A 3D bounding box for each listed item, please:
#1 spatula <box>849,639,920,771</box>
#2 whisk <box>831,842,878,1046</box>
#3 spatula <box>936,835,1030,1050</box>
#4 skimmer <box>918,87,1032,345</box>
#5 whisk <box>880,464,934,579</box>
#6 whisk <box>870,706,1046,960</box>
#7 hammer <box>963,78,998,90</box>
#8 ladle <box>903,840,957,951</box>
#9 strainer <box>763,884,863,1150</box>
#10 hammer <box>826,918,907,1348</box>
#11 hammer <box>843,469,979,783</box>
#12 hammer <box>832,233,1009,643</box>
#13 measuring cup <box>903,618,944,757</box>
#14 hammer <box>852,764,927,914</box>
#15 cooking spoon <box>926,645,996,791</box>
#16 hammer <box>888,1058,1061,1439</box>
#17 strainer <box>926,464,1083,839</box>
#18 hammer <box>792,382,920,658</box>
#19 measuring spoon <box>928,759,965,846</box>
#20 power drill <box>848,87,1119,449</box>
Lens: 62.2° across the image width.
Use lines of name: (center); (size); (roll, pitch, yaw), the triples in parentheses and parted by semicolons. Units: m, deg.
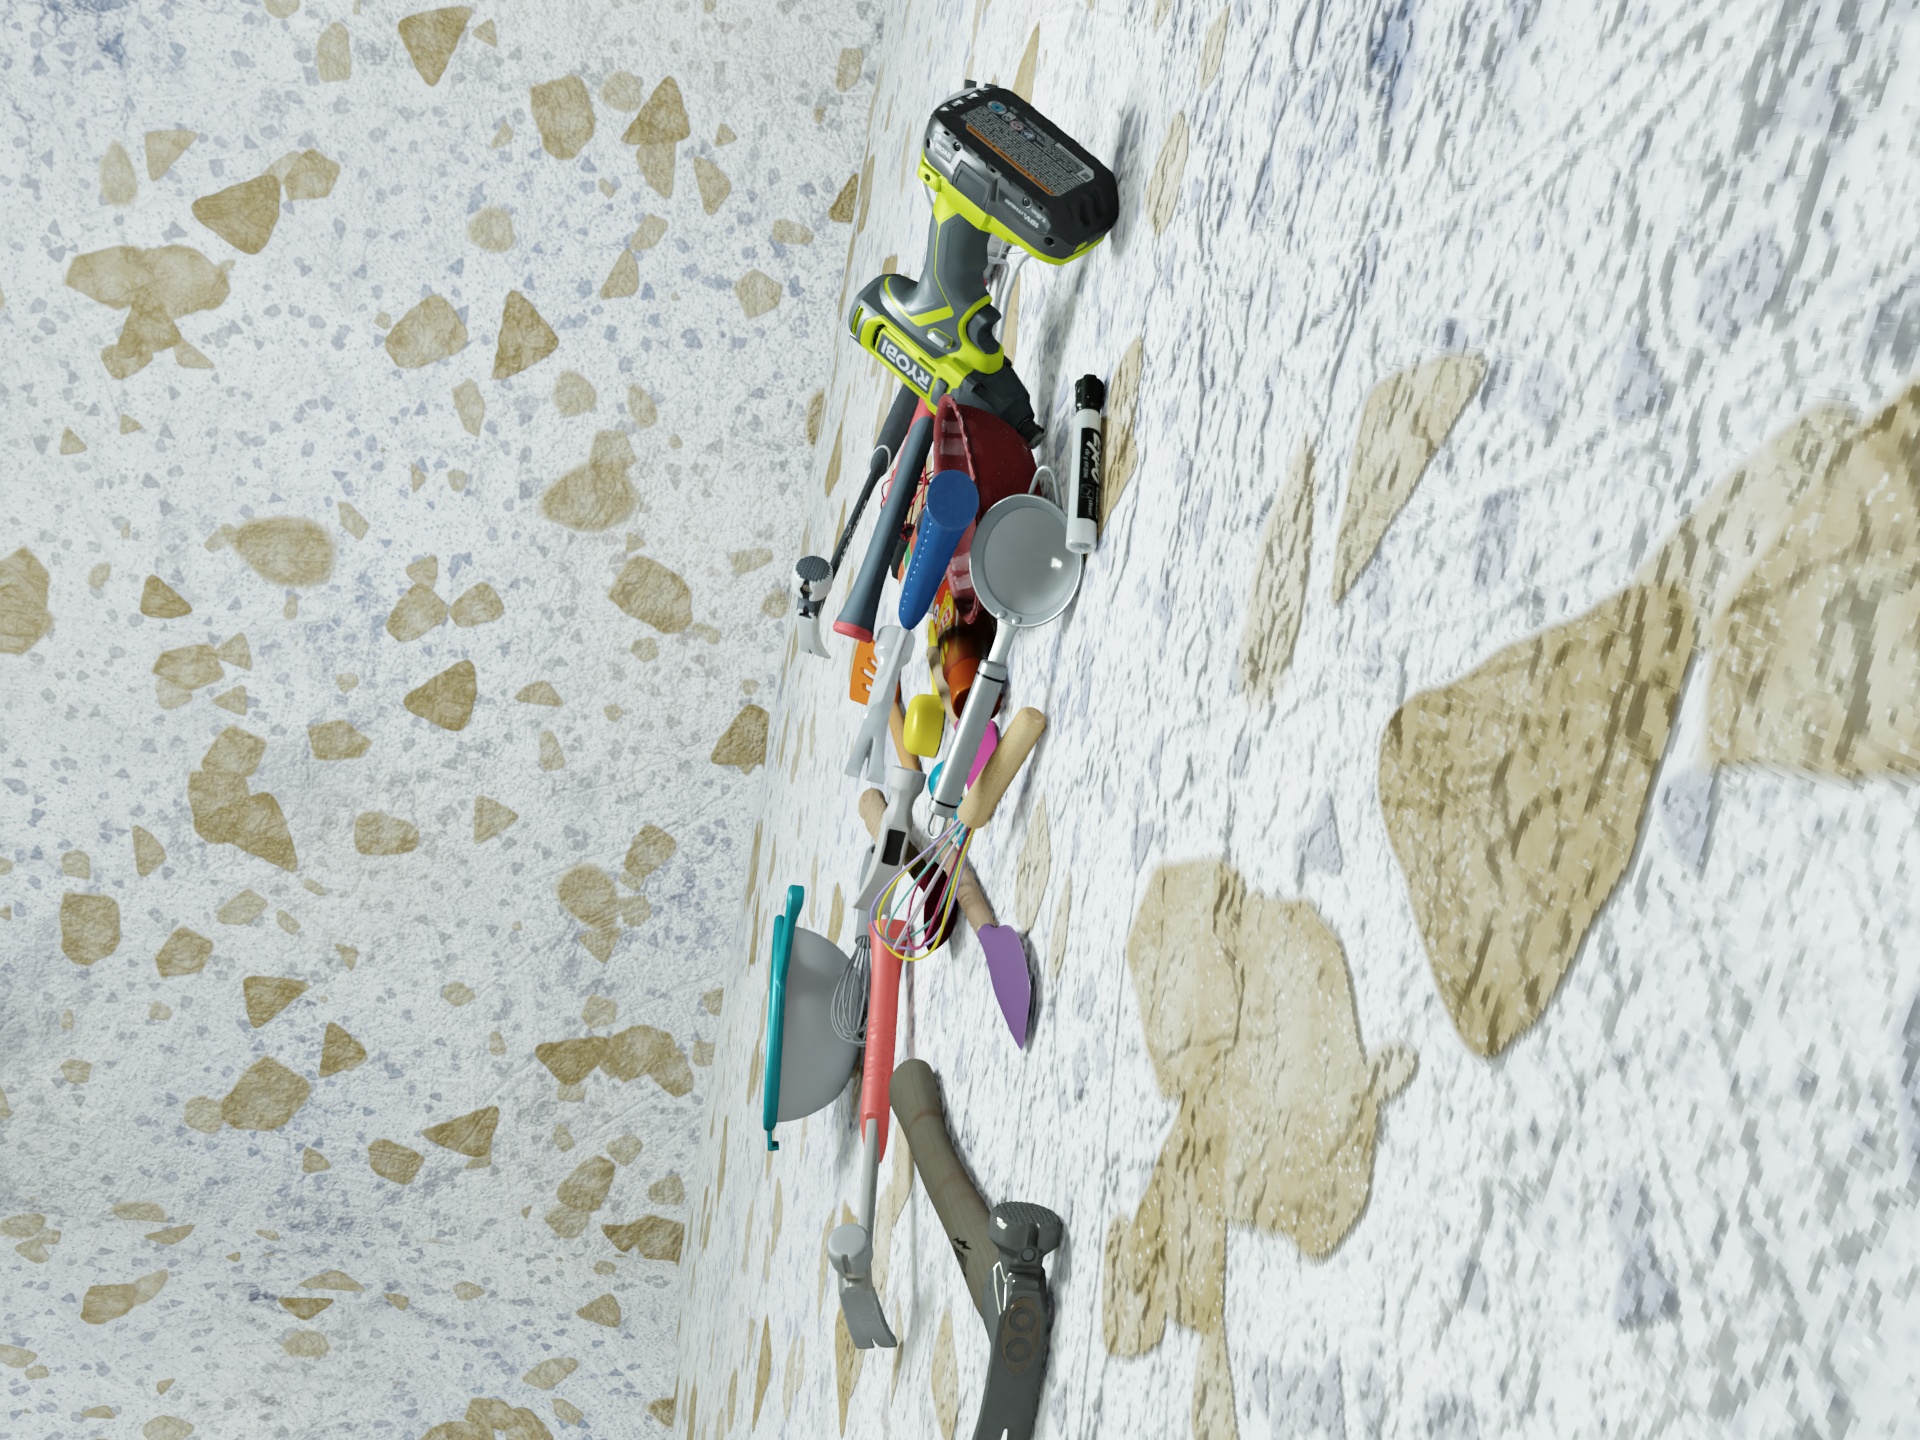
spatula: (-0.074, -0.003, 1.596); (0.323, 0.041, 0.081); (-112, 33, -67)
whisk: (-0.085, 0.207, 1.501); (0.239, 0.055, 0.055); (-86, 11, -46)
spatula: (0.014, 0.135, 1.103); (0.316, 0.018, 0.059); (-124, 39, -72)
skimmer: (0.009, -0.305, 1.261); (0.090, 0.127, 0.363); (46, 142, 34)
whisk: (-0.051, -0.192, 1.588); (0.295, 0.073, 0.073); (119, 157, -77)
whisk: (0.002, 0.084, 1.100); (0.244, 0.051, 0.047); (-60, 41, 35)
hammer: (0.006, -0.514, 1.484); (0.337, 0.034, 0.127); (-88, 10, -63)
ladle: (-0.035, 0.130, 1.336); (0.315, 0.031, 0.069); (-142, 53, -80)
strainer: (-0.135, 0.260, 1.528); (0.340, 0.095, 0.211); (104, 168, -50)
hammer: (-0.066, 0.311, 1.286); (0.359, 0.036, 0.149); (-88, -8, -47)
hammer: (-0.039, -0.070, 1.188); (0.405, 0.035, 0.144); (117, 166, -69)
hammer: (-0.031, -0.254, 1.390); (0.143, 0.038, 0.386); (161, 128, -77)
measuring cup: (-0.036, -0.034, 1.446); (0.062, 0.029, 0.157); (111, 162, -48)
hammer: (-0.074, 0.097, 1.464); (0.331, 0.031, 0.130); (-159, 83, -83)
cooking spoon: (-0.002, -0.004, 1.287); (0.319, 0.017, 0.068); (-111, 32, -67)
hammer: (-0.007, 0.317, 1.033); (0.411, 0.038, 0.146); (-154, 71, -79)
strainer: (0.024, -0.040, 1.041); (0.050, 0.087, 0.258); (3, -70, -57)
hammer: (-0.084, -0.237, 1.564); (0.149, 0.036, 0.409); (99, -171, -55)
measuring spoon: (-0.012, 0.067, 1.270); (0.129, 0.021, 0.042); (-104, 25, -67)
power drill: (0.018, -0.304, 1.109); (0.080, 0.171, 0.223); (-40, -14, -35)
